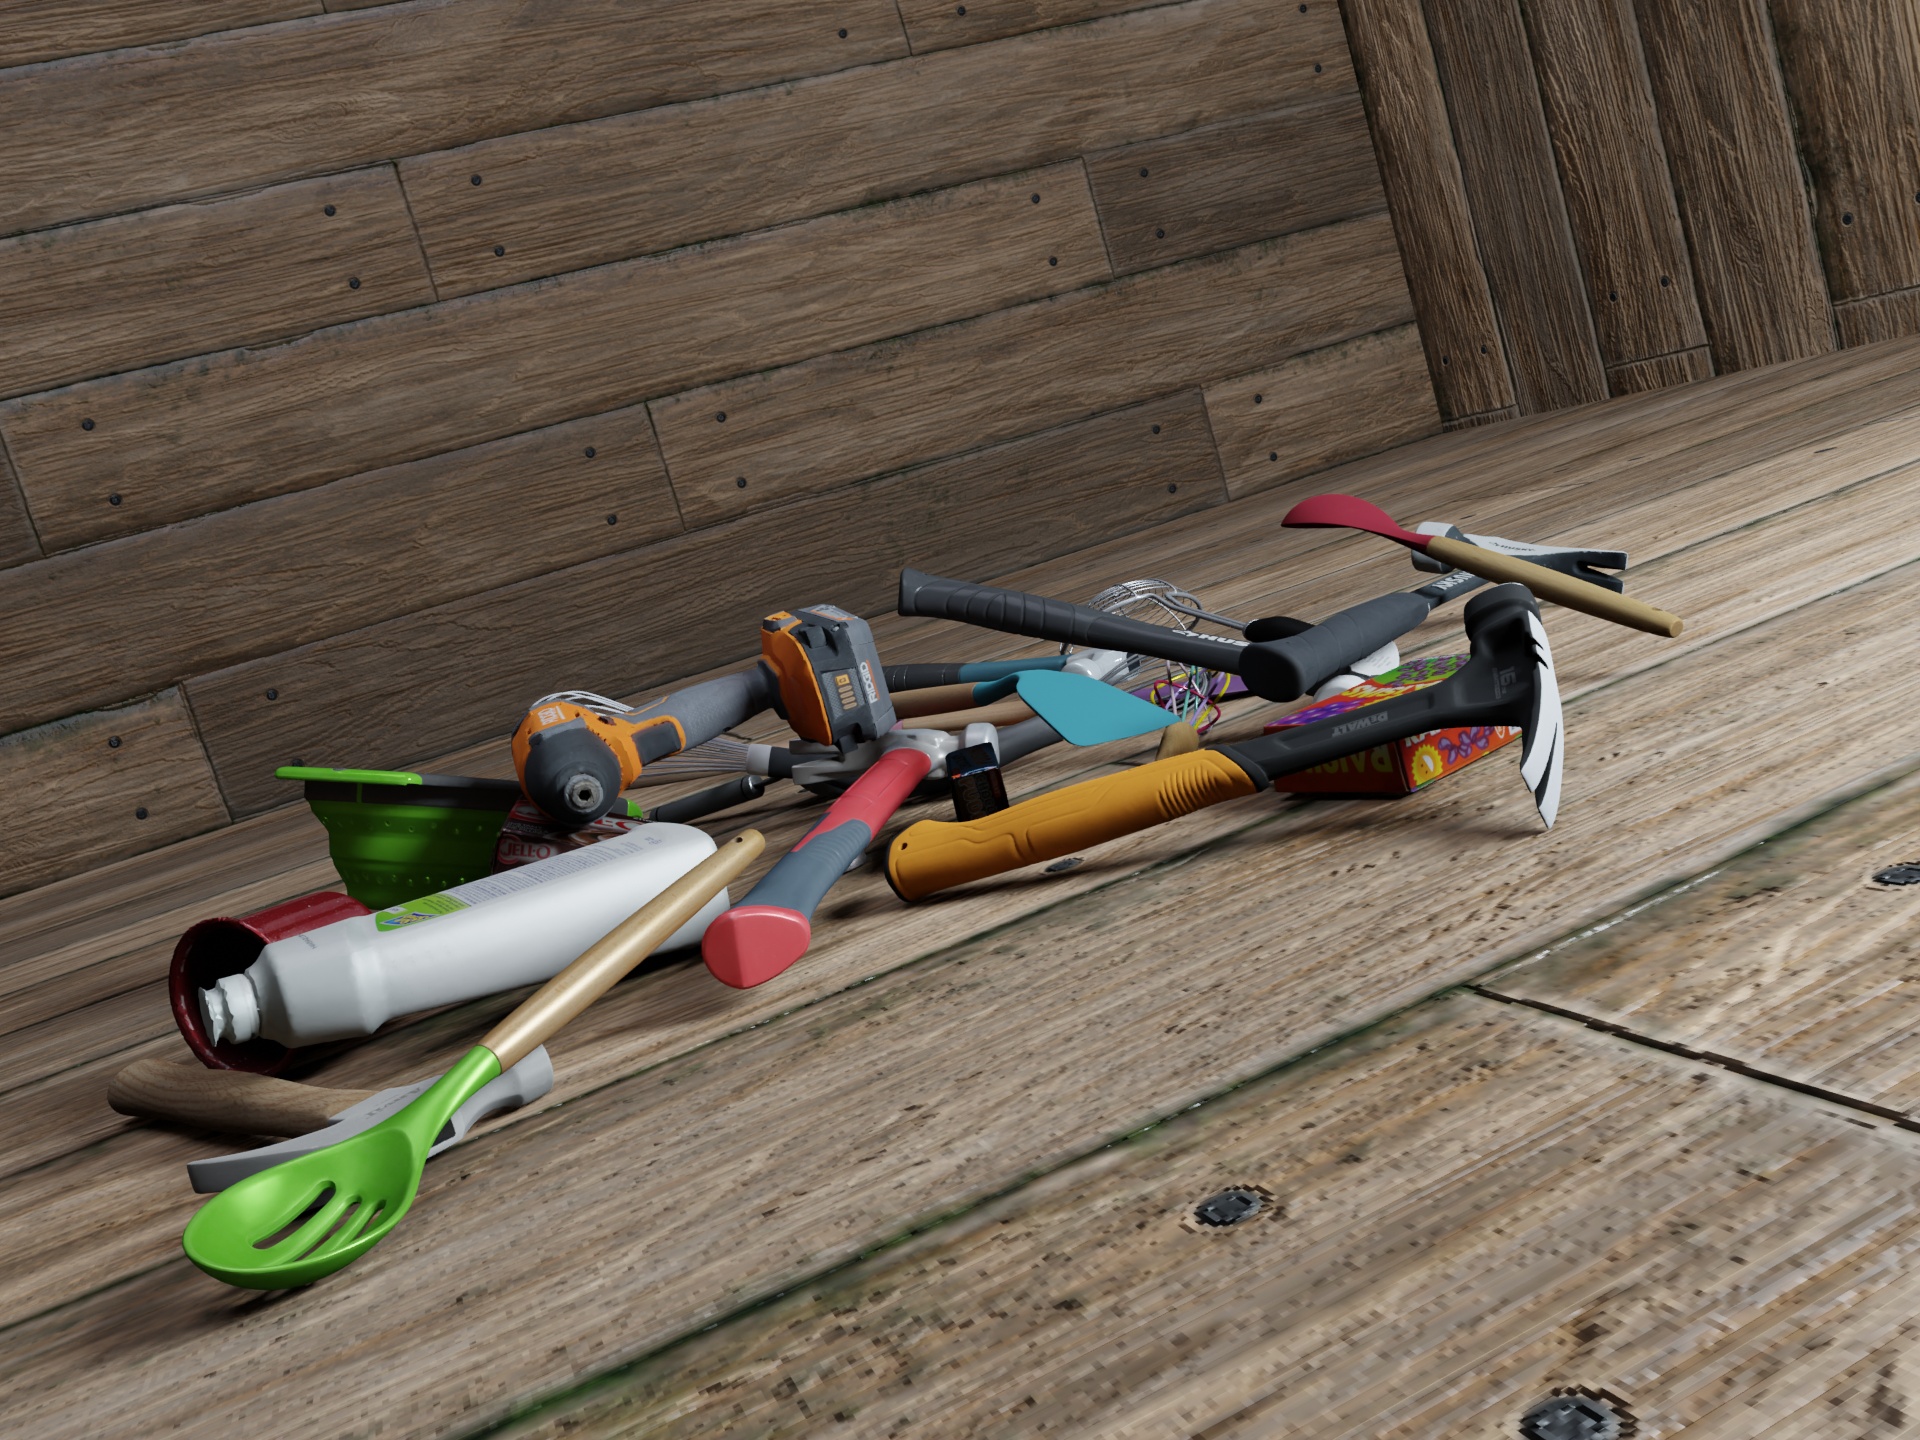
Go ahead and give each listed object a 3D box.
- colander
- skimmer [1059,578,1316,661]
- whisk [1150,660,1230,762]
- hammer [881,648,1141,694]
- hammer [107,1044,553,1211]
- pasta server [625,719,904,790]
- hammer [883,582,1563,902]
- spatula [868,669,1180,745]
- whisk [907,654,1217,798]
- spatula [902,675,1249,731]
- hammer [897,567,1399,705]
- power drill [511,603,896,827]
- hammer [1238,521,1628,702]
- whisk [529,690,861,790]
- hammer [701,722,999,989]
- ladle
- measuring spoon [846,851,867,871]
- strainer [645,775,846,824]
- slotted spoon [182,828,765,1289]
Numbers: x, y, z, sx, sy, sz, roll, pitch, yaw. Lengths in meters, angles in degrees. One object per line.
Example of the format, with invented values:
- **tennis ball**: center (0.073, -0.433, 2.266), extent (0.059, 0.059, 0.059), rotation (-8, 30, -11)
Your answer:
- **colander**: center (-0.343, 0.095, 1.188), extent (0.204, 0.094, 0.397), rotation (2, -5, 16)
- **skimmer**: center (0.198, -0.051, 1.242), extent (0.127, 0.090, 0.363), rotation (-9, 15, -22)
- **whisk**: center (0.130, 0.007, 0.953), extent (0.047, 0.051, 0.245), rotation (15, 20, 8)
- **hammer**: center (-0.005, -0.035, 1.271), extent (0.331, 0.033, 0.128), rotation (-3, 12, 36)
- **hammer**: center (-0.329, 0.181, 0.740), extent (0.331, 0.031, 0.130), rotation (-9, 11, 45)
- **pasta server**: center (-0.130, 0.015, 1.273), extent (0.316, 0.040, 0.060), rotation (-11, 8, -29)
- **hammer**: center (0.107, 0.035, 0.741), extent (0.337, 0.034, 0.127), rotation (-19, 35, 27)
- **spatula**: center (-0.002, -0.003, 1.001), extent (0.082, 0.044, 0.317), rotation (-13, 4, -37)
- **whisk**: center (0.065, 0.004, 1.092), extent (0.239, 0.055, 0.055), rotation (-21, 8, -2)
- **spatula**: center (0.094, -0.012, 1.188), extent (0.316, 0.018, 0.060), rotation (-7, 9, 28)
- **hammer**: center (0.108, -0.054, 0.997), extent (0.335, 0.035, 0.146), rotation (13, 20, 25)
- **power drill**: center (-0.161, 0.002, 0.980), extent (0.226, 0.084, 0.164), rotation (-19, 16, -14)
- **hammer**: center (0.280, -0.069, 0.962), extent (0.149, 0.036, 0.409), rotation (12, 21, 34)
- **whisk**: center (-0.176, 0.024, 1.138), extent (0.284, 0.070, 0.070), rotation (7, 8, -1)
- **hammer**: center (-0.080, 0.062, 0.894), extent (0.143, 0.038, 0.386), rotation (-4, 12, 12)
- **ladle**: center (0.302, -0.097, 0.956), extent (0.069, 0.031, 0.316), rotation (-3, 20, -26)
- **measuring spoon**: center (-0.069, 0.070, 0.989), extent (0.034, 0.018, 0.124), rotation (-15, 11, 10)
- **strainer**: center (-0.153, 0.051, 1.227), extent (0.258, 0.050, 0.086), rotation (-19, -14, 30)
- **slotted spoon**: center (-0.173, 0.125, 0.649), extent (0.070, 0.031, 0.314), rotation (8, 30, 28)
